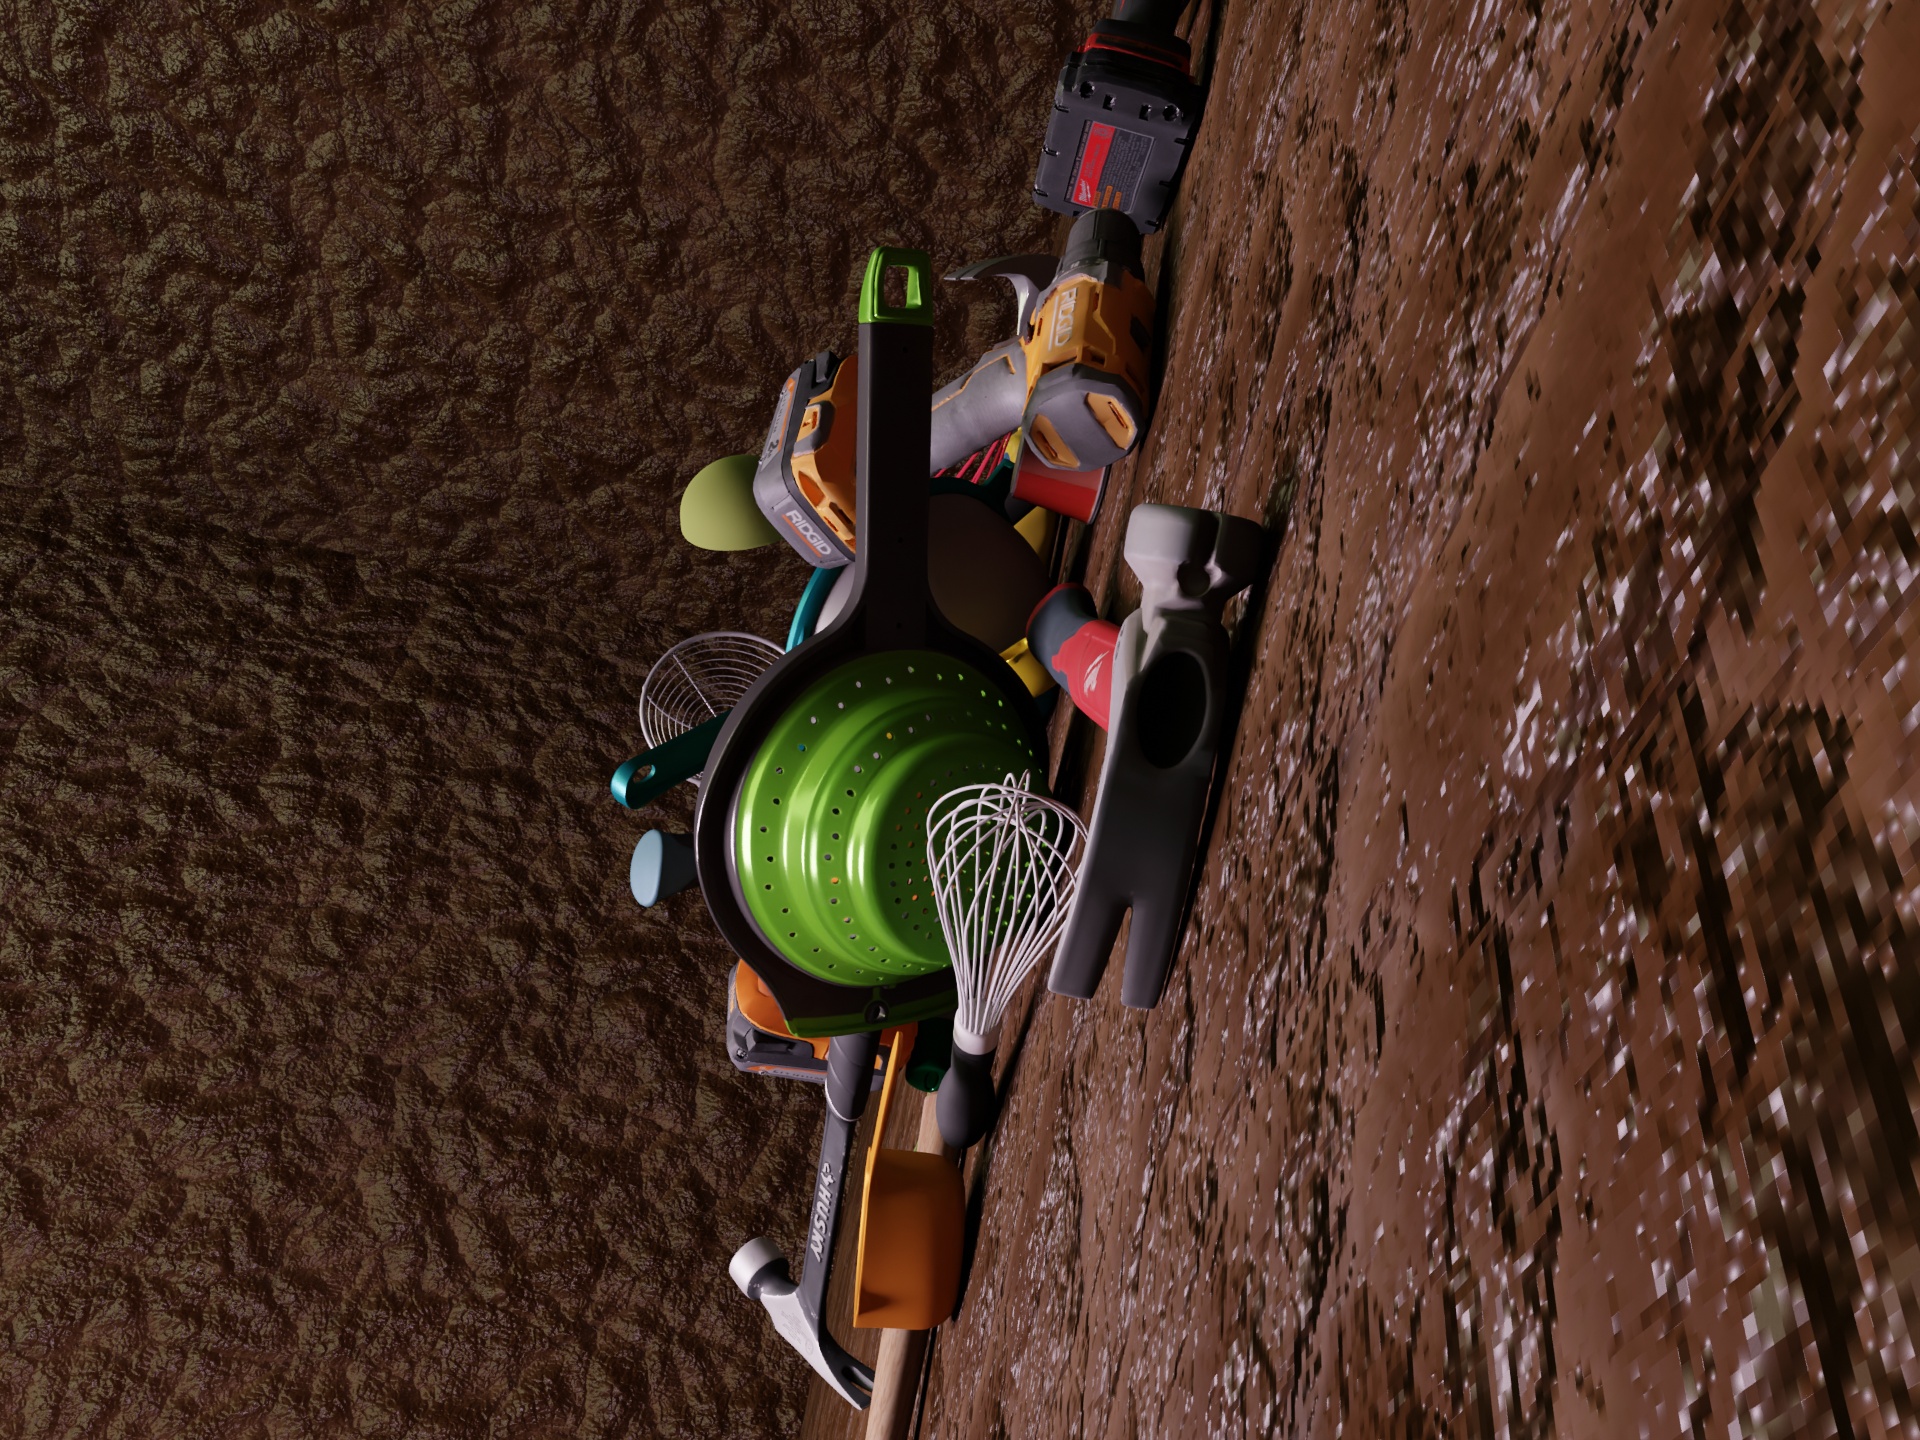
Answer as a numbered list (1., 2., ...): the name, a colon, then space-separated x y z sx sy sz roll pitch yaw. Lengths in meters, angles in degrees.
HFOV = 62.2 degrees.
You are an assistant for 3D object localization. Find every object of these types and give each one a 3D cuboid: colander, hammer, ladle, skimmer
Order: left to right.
1. hammer: -0.080 0.063 1.059 0.331 0.033 0.128 -14 -80 -47
2. hammer: -0.070 0.243 0.951 0.149 0.036 0.408 37 130 38
3. skimmer: -0.067 -0.084 1.118 0.363 0.127 0.090 -37 -18 16
4. ladle: -0.046 -0.101 1.028 0.078 0.320 0.062 30 98 42
5. hammer: -0.036 0.366 0.861 0.130 0.031 0.332 107 176 -59
6. colander: -0.017 -0.025 0.768 0.095 0.204 0.397 18 110 57
7. hammer: 0.033 -0.166 1.269 0.035 0.144 0.405 18 104 49
8. hammer: 0.051 -0.006 0.625 0.386 0.038 0.143 -100 21 -84

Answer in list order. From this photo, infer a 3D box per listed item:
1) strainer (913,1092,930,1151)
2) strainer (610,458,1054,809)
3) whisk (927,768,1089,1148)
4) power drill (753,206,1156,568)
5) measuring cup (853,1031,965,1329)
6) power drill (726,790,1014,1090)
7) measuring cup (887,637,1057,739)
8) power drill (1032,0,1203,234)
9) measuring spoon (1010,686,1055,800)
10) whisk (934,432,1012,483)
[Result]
1. strainer: -0.035 0.218 1.168 0.257 0.069 0.151 -78 2 -49
2. strainer: -0.047 -0.014 0.957 0.340 0.095 0.210 -30 -46 -38
3. whisk: 0.010 0.123 0.732 0.284 0.070 0.070 97 -178 -47
4. power drill: 0.005 -0.191 0.887 0.084 0.226 0.186 48 -142 -37
5. measuring cup: -0.019 0.226 0.788 0.095 0.052 0.173 -91 9 -63
6. power drill: -0.073 0.124 0.969 0.084 0.164 0.226 -97 26 -48
7. measuring cup: -0.001 -0.003 0.903 0.156 0.029 0.062 -33 6 13
8. power drill: 0.108 -0.408 0.960 0.187 0.080 0.227 109 176 -71
9. measuring spoon: 0.043 0.022 0.994 0.042 0.021 0.128 -37 -39 -44
10. whisk: 0.027 -0.211 1.143 0.295 0.073 0.073 -51 12 21
